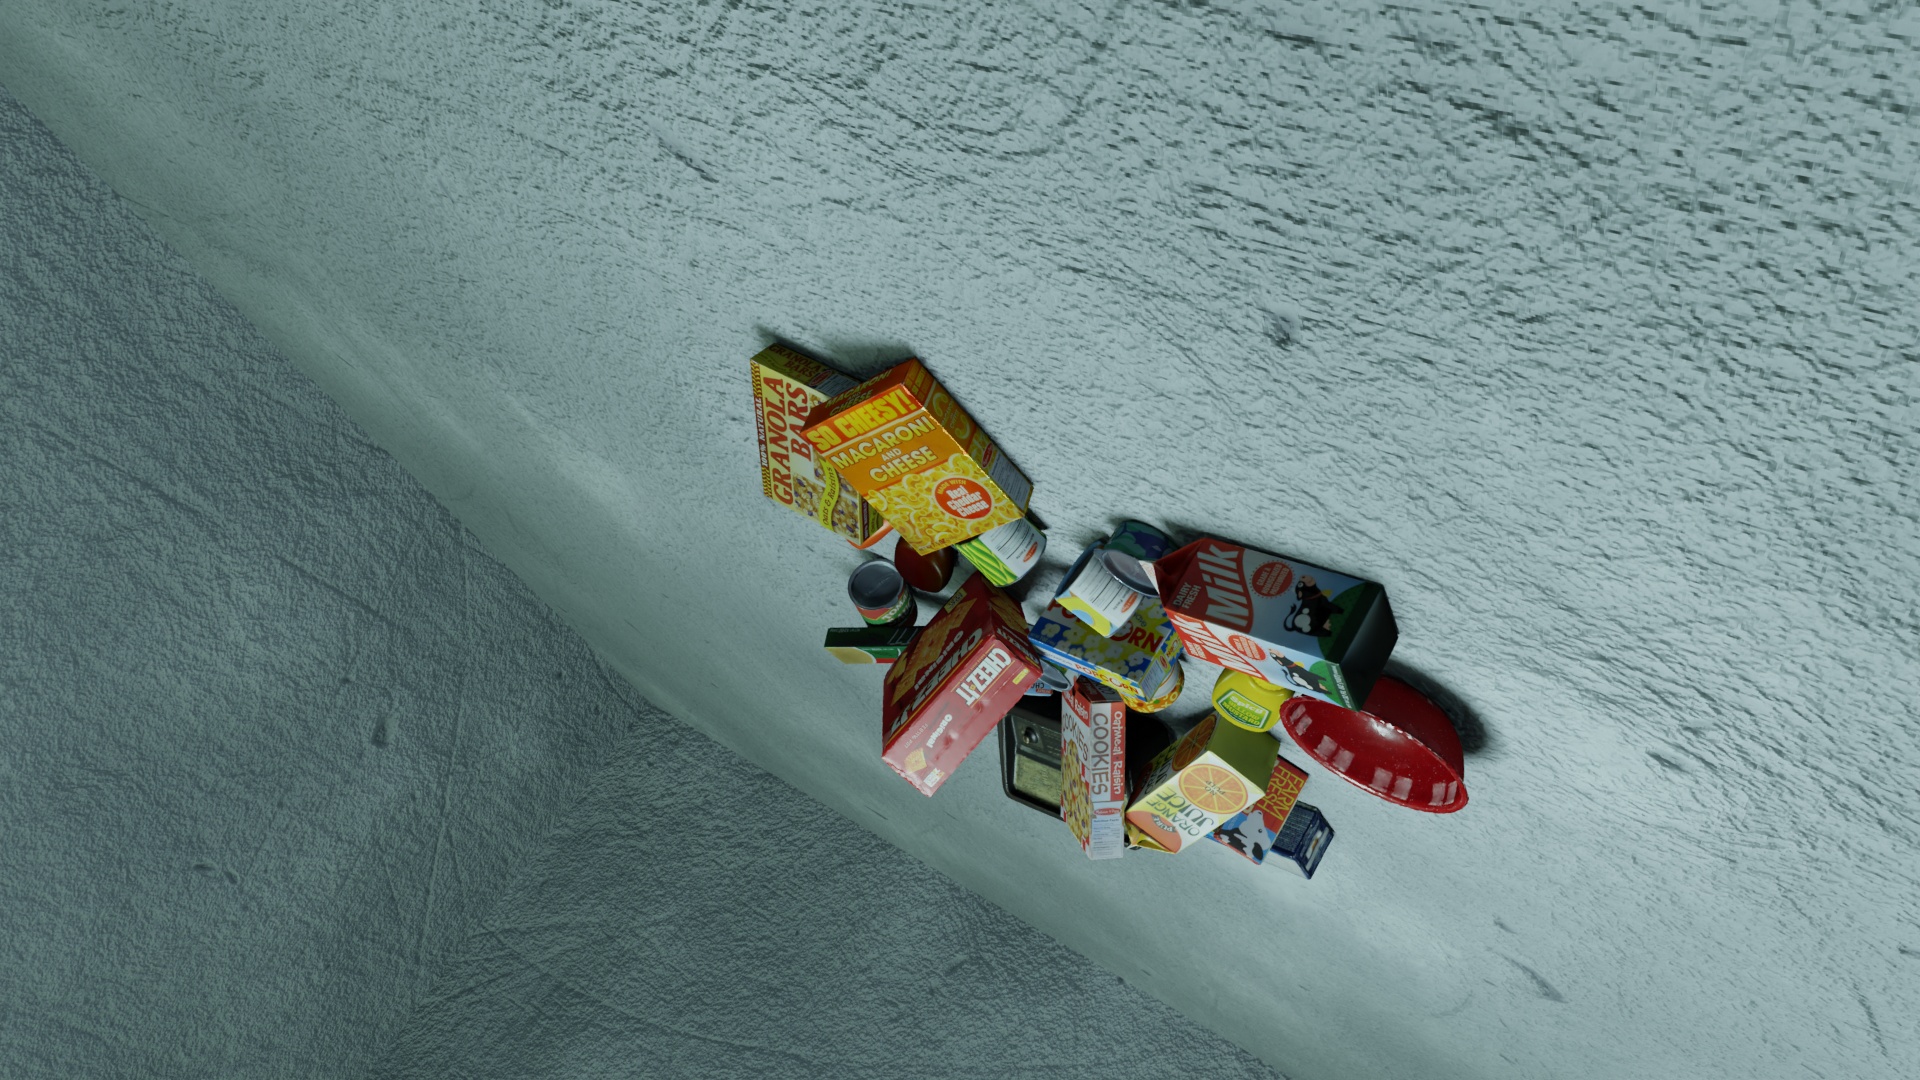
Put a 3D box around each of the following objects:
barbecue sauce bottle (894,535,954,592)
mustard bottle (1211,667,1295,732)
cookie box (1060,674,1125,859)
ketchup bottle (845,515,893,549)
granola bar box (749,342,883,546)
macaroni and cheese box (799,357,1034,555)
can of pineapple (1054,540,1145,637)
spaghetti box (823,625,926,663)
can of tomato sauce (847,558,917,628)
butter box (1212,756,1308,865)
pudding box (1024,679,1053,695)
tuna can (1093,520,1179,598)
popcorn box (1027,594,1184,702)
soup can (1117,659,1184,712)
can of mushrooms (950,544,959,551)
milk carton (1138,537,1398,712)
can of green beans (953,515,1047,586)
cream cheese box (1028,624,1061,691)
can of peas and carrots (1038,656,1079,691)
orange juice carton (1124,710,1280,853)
[{"bbox_3d":[-0.035,0.006,1.428,0.065,0.044,0.148,32,160,8],"label":"barbecue sauce bottle"},{"bbox_3d":[0.260,0.121,1.201,0.065,0.049,0.159,29,160,11],"label":"mustard bottle"},{"bbox_3d":[0.136,0.230,1.451,0.040,0.167,0.123,-2,-171,-9],"label":"cookie box"},{"bbox_3d":[-0.066,-0.037,1.354,0.043,0.065,0.148,46,151,-6],"label":"ketchup bottle"},{"bbox_3d":[-0.131,-0.089,1.290,0.124,0.039,0.164,27,139,24],"label":"granola bar box"},{"bbox_3d":[-0.037,-0.069,1.192,0.123,0.040,0.166,-21,125,36],"label":"macaroni and cheese box"},{"bbox_3d":[0.124,0.042,1.217,0.058,0.071,0.071,37,160,-5],"label":"can of pineapple"},{"bbox_3d":[-0.042,0.120,1.600,0.250,0.029,0.050,-3,151,30],"label":"spaghetti box"},{"bbox_3d":[-0.089,0.071,1.632,0.071,0.071,0.082,26,159,24],"label":"can of tomato sauce"},{"bbox_3d":[0.303,0.268,1.398,0.053,0.103,0.024,31,169,5],"label":"butter box"},{"bbox_3d":[0.060,0.161,1.598,0.084,0.030,0.049,8,173,-25],"label":"pudding box"},{"bbox_3d":[0.149,0.015,1.158,0.071,0.033,0.070,30,160,13],"label":"tuna can"},{"bbox_3d":[0.136,0.084,1.265,0.127,0.085,0.038,21,155,35],"label":"popcorn box"},{"bbox_3d":[0.172,0.116,1.309,0.071,0.071,0.083,20,156,37],"label":"soup can"},{"bbox_3d":[0.005,-0.017,1.324,0.071,0.033,0.070,31,161,13],"label":"can of mushrooms"},{"bbox_3d":[0.227,0.057,1.066,0.191,0.074,0.072,17,154,39],"label":"milk carton"},{"bbox_3d":[0.035,-0.001,1.260,0.057,0.071,0.071,44,158,-23],"label":"can of green beans"},{"bbox_3d":[0.105,0.135,1.528,0.053,0.024,0.103,16,153,44],"label":"cream cheese box"},{"bbox_3d":[0.098,0.112,1.432,0.071,0.059,0.070,31,160,13],"label":"can of peas and carrots"},{"bbox_3d":[0.232,0.251,1.408,0.073,0.072,0.191,37,134,-4],"label":"orange juice carton"}]
